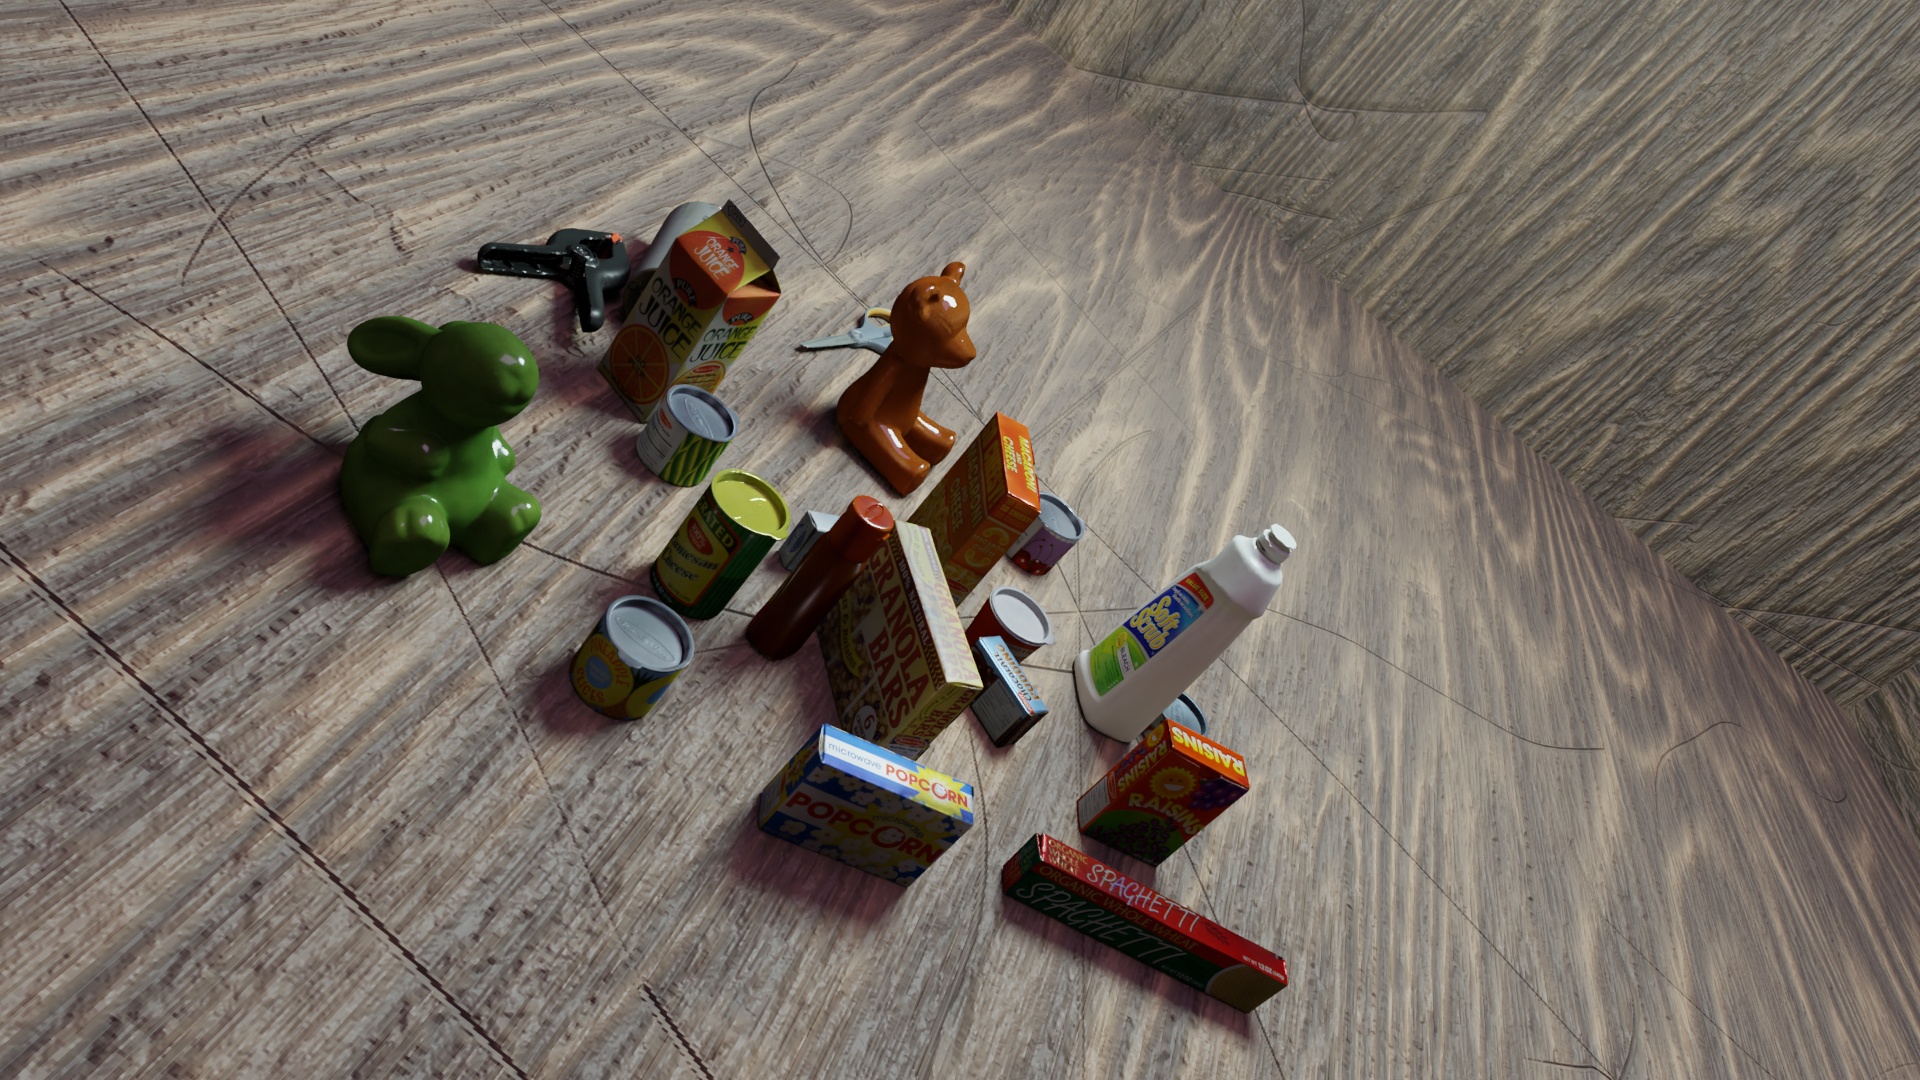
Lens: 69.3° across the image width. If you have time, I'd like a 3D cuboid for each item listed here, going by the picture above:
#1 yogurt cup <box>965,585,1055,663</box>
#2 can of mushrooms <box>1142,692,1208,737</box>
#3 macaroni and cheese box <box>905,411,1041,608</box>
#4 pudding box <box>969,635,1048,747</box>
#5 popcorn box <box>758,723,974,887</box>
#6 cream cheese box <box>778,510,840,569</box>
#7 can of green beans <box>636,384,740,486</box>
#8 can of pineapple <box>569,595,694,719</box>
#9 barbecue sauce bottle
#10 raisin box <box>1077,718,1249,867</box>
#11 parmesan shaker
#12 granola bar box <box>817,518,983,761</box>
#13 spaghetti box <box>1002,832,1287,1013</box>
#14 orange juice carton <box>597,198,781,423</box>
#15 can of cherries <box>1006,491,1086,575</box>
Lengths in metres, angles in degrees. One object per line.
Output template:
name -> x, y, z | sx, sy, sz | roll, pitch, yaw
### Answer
yogurt cup -> 0.041, 0.083, 1.253 | 0.072, 0.053, 0.073 | 29, 32, -20
can of mushrooms -> 0.202, 0.172, 1.338 | 0.071, 0.033, 0.071 | 29, 32, -20
macaroni and cheese box -> 0.004, -0.015, 1.229 | 0.040, 0.165, 0.124 | 27, 33, -23
pudding box -> 0.032, 0.128, 1.188 | 0.030, 0.049, 0.084 | -2, 51, -50
popcorn box -> -0.065, 0.186, 0.968 | 0.126, 0.085, 0.038 | 27, 33, -23
cream cheese box -> -0.100, 0.007, 1.195 | 0.104, 0.053, 0.024 | 11, 41, -41
can of green beans -> -0.230, -0.088, 1.167 | 0.071, 0.057, 0.071 | 29, 32, -20
can of pineapple -> -0.226, 0.081, 0.950 | 0.071, 0.057, 0.071 | 29, 32, -20
barbecue sauce bottle -> -0.105, 0.027, 1.067 | 0.043, 0.148, 0.065 | 43, 30, 3
raisin box -> 0.168, 0.212, 1.159 | 0.086, 0.123, 0.040 | 29, 32, -20
parmesan shaker -> -0.182, 0.006, 1.053 | 0.071, 0.102, 0.072 | 29, 32, -20
granola bar box -> -0.051, 0.085, 1.077 | 0.039, 0.123, 0.166 | 17, 38, -35
spaghetti box -> 0.146, 0.302, 1.089 | 0.250, 0.050, 0.029 | 30, 32, -18
orange juice carton -> -0.222, -0.193, 1.180 | 0.072, 0.191, 0.073 | 49, 31, 14
can of cherries -> 0.084, -0.006, 1.414 | 0.071, 0.058, 0.072 | 29, 32, -20
